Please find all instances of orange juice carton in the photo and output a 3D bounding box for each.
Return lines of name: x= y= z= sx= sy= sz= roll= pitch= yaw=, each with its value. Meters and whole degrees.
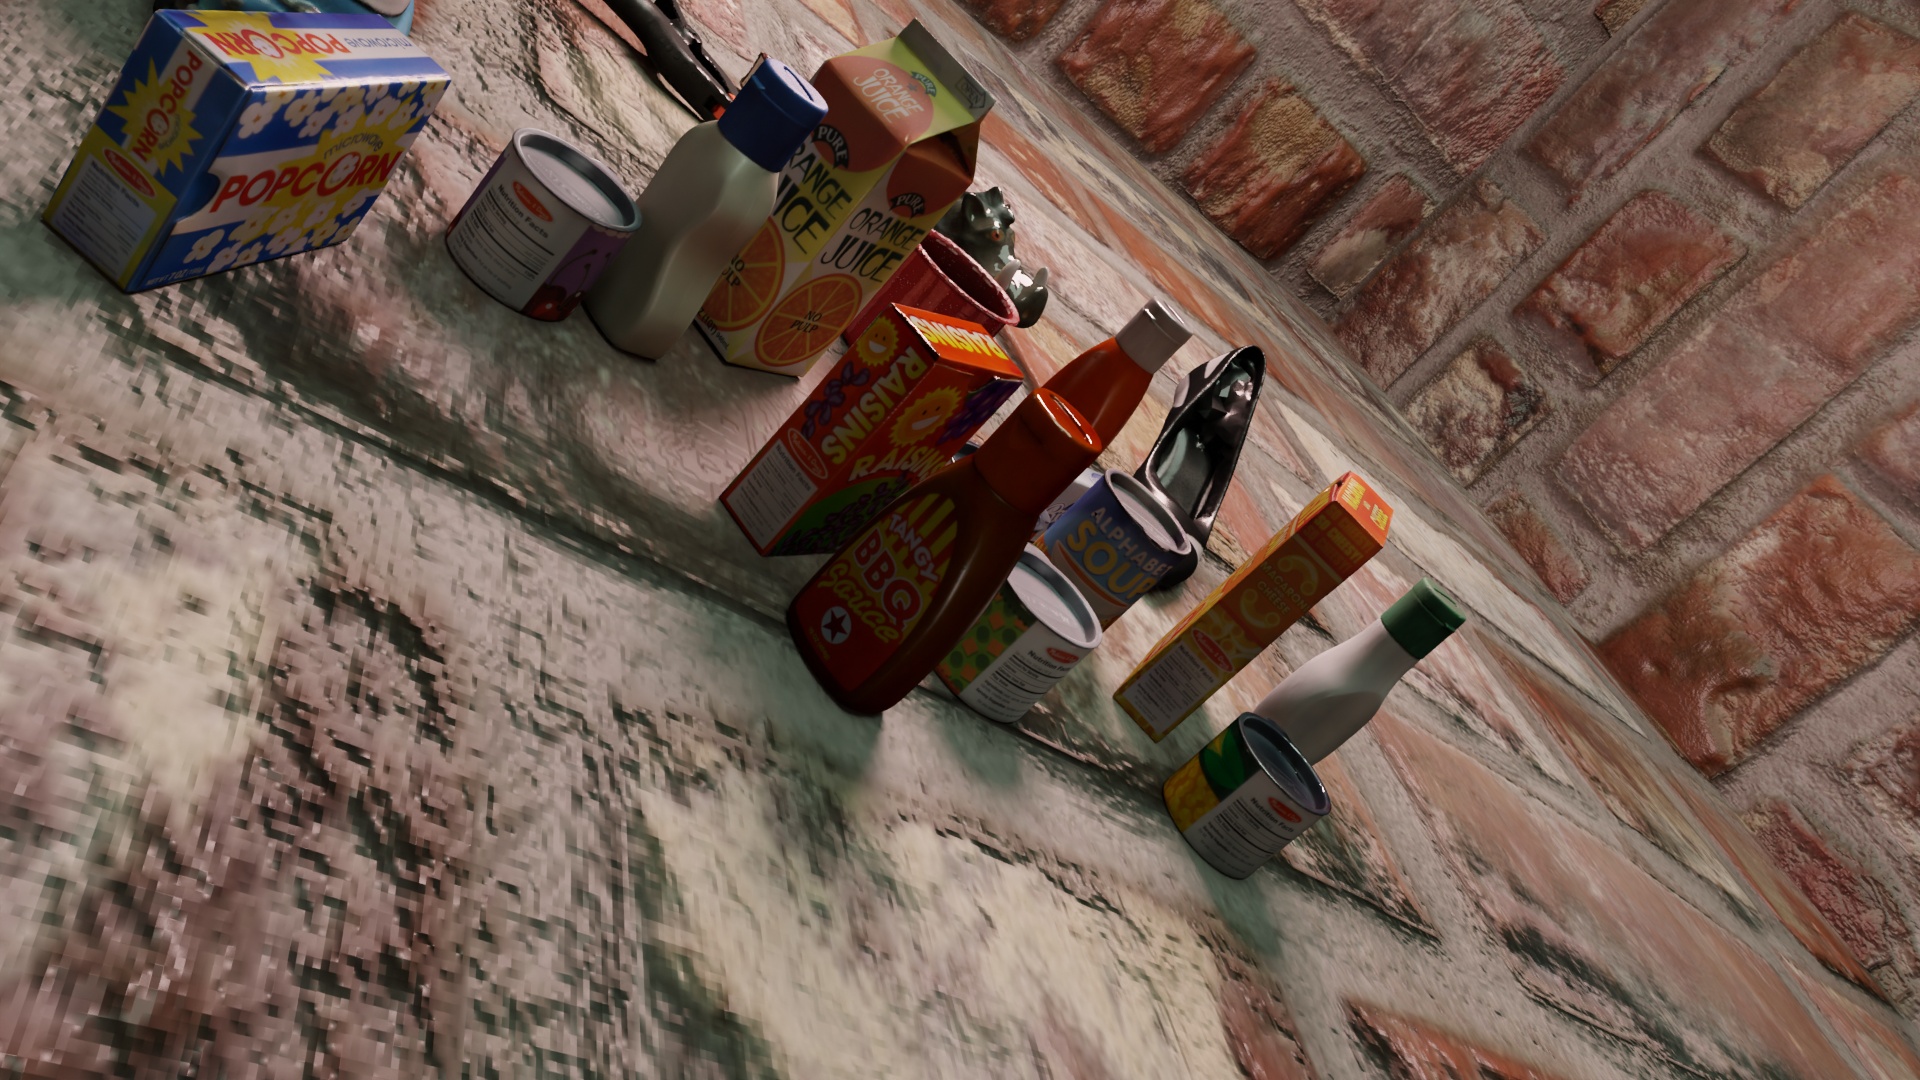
orange juice carton: x=-0.065 y=-0.182 z=0.740 sx=0.072 sy=0.192 sz=0.073 roll=52 pitch=22 yaw=19

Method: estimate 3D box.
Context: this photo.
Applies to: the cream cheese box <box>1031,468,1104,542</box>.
cream cheese box: x=0.074 y=-0.019 z=0.881 sx=0.104 sy=0.053 sz=0.024 roll=17 pitch=34 yaw=-50

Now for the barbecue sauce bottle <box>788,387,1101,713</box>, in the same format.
barbecue sauce bottle: x=-0.005 y=0.002 z=0.565 sx=0.044 sy=0.148 sz=0.065 roll=13 pitch=37 yaw=-55

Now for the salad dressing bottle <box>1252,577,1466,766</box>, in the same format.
salad dressing bottle: x=0.251 y=0.085 z=0.877 sx=0.064 sy=0.147 sz=0.044 roll=29 pitch=26 yaw=-36

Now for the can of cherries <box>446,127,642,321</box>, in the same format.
can of cherries: x=-0.187 y=-0.143 z=0.631 sx=0.071 sy=0.058 sz=0.072 roll=37 pitch=22 yaw=-18

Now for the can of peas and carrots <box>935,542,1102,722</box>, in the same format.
can of peas and carrots: x=0.024 y=0.043 z=0.667 sx=0.071 sy=0.058 sz=0.071 roll=37 pitch=22 yaw=-18

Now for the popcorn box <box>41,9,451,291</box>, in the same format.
popcorn box: x=-0.243 y=-0.140 z=0.487 sx=0.038 sy=0.085 sz=0.127 roll=42 pitch=21 yaw=-7

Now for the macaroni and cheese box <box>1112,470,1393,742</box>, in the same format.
macaroni and cheese box: x=0.171 y=0.034 z=0.800 sx=0.040 sy=0.166 sz=0.124 roll=47 pitch=21 yaw=6

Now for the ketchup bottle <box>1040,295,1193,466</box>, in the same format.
ketchup bottle: x=0.090 y=-0.097 z=0.925 sx=0.043 sy=0.148 sz=0.065 roll=21 pitch=31 yaw=-47

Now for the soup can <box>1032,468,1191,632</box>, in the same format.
soup can: x=0.079 y=0.012 z=0.790 sx=0.071 sy=0.083 sz=0.072 roll=37 pitch=22 yaw=-18

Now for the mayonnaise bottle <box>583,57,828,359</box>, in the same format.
mayonnaise bottle: x=-0.121 y=-0.157 z=0.655 sx=0.041 sy=0.147 sz=0.065 roll=16 pitch=34 yaw=-52

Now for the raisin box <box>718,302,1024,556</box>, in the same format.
raisin box: x=-0.039 y=-0.047 z=0.632 sx=0.040 sy=0.123 sz=0.086 roll=51 pitch=22 yaw=18

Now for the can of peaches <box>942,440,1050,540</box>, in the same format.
can of peaches: x=0.003 y=-0.009 z=0.727 sx=0.071 sy=0.058 sz=0.071 roll=37 pitch=22 yaw=-18

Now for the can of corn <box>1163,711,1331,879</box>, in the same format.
can of corn: x=0.149 y=0.132 z=0.727 sx=0.071 sy=0.058 sz=0.071 roll=37 pitch=22 yaw=-18
